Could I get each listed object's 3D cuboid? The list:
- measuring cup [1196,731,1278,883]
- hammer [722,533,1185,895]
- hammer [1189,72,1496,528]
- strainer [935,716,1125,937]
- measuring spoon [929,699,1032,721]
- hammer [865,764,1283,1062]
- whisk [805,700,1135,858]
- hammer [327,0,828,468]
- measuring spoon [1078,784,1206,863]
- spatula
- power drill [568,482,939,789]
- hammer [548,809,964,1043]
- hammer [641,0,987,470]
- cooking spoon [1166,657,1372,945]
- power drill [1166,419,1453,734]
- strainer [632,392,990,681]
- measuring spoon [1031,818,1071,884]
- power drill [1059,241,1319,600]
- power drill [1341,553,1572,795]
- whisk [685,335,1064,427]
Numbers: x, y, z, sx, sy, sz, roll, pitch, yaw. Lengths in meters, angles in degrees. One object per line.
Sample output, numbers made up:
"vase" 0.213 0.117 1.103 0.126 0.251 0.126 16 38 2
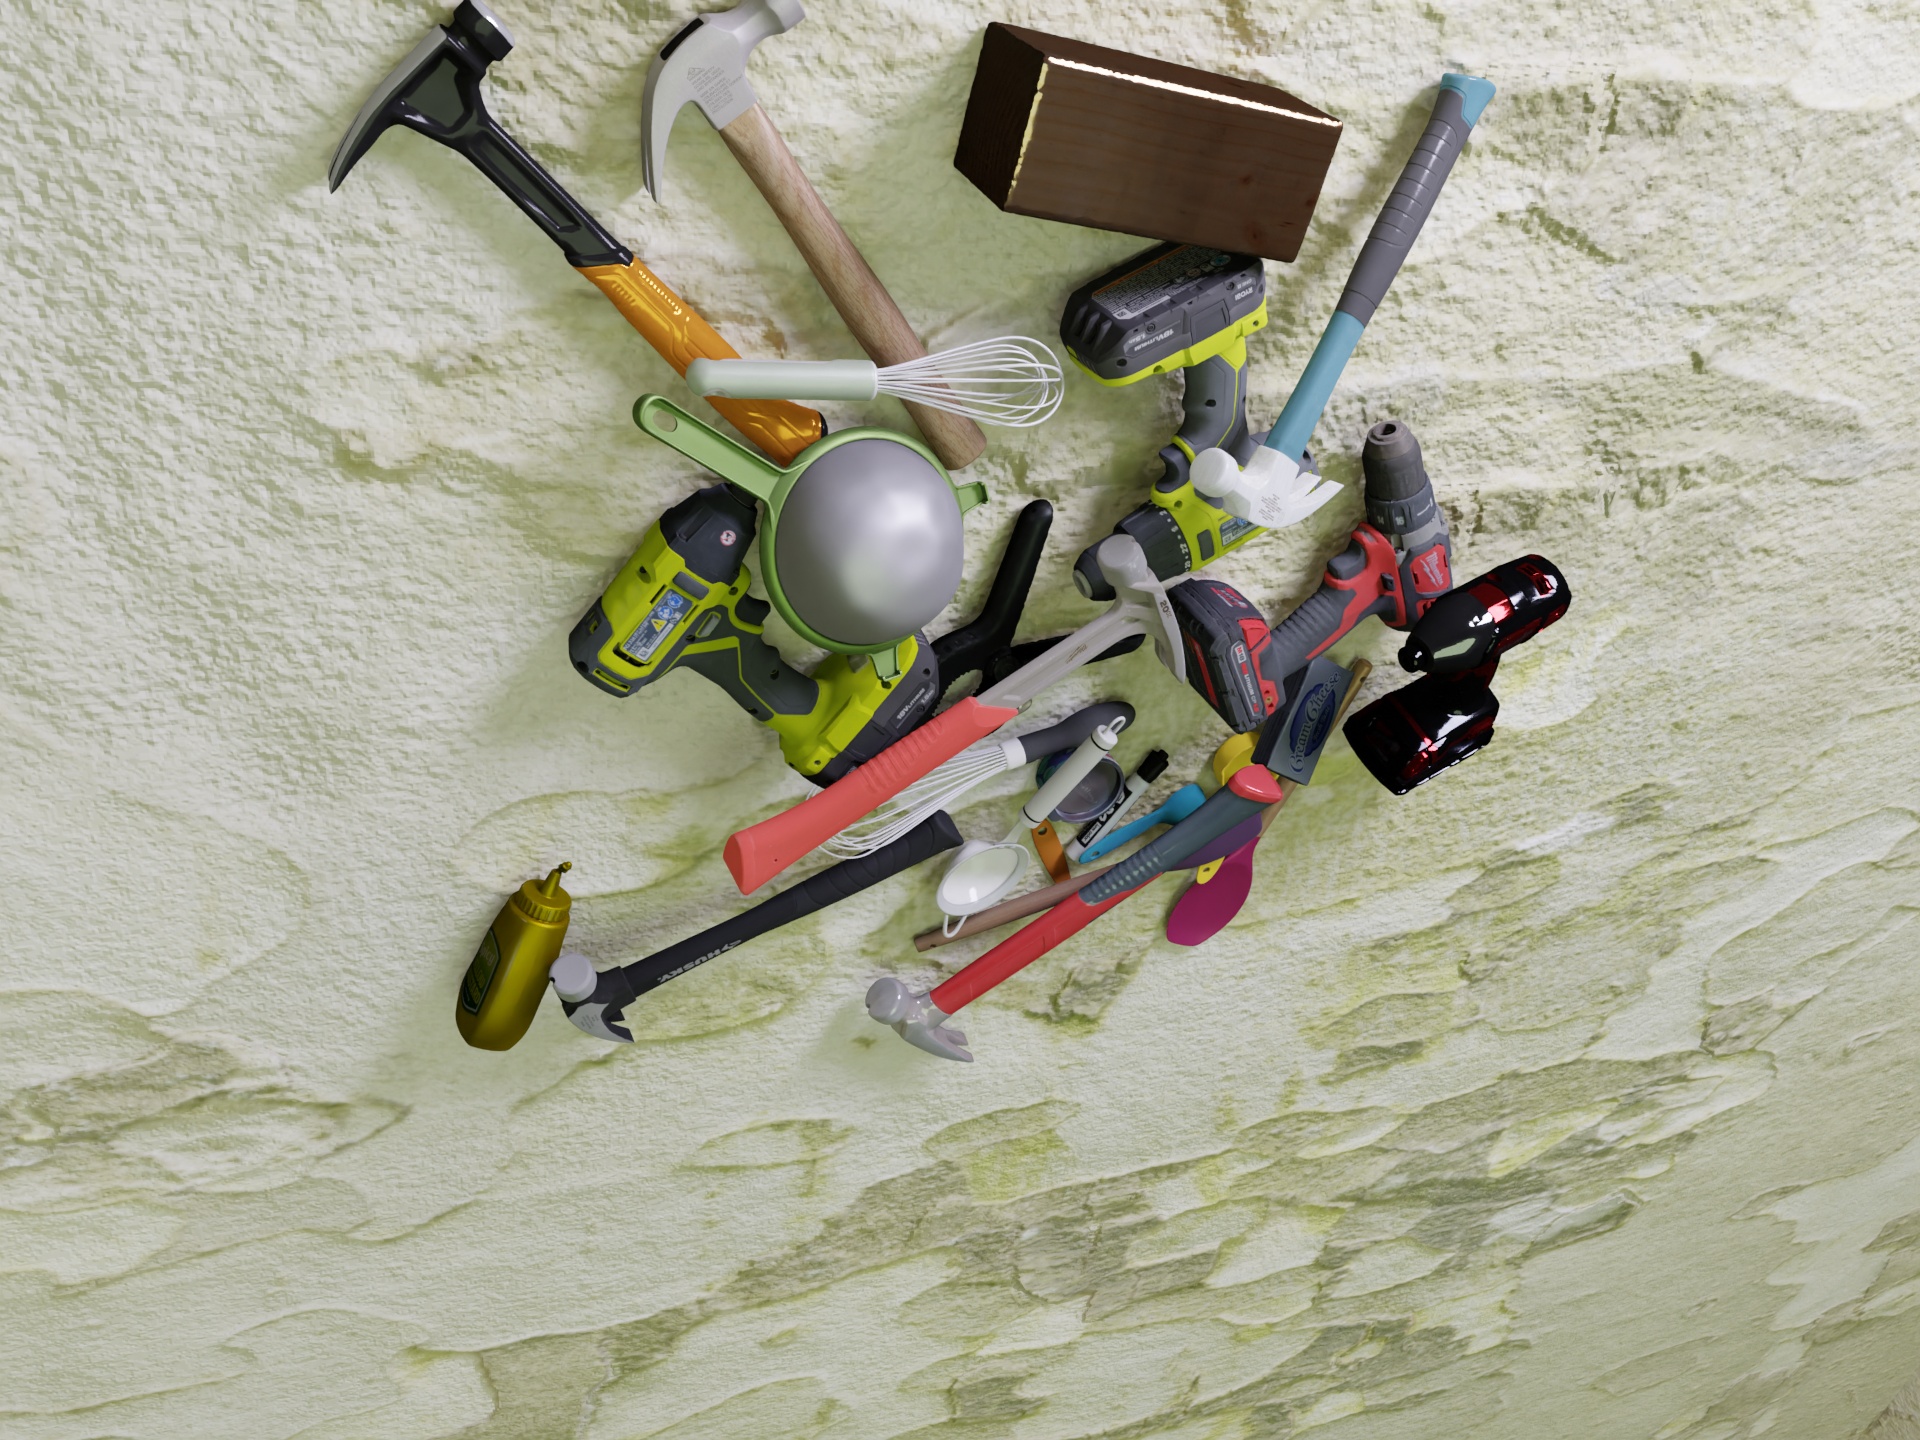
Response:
"measuring cup" 0.229 0.075 1.377 0.062 0.029 0.156 1 126 -24
"hammer" -0.005 0.015 1.118 0.359 0.037 0.149 -34 140 -3
"hammer" 0.266 -0.280 1.062 0.128 0.033 0.331 23 96 -49
"strainer" 0.051 0.079 1.262 0.086 0.050 0.258 5 137 -42
"measuring spoon" -0.002 -0.004 1.225 0.124 0.018 0.034 -13 118 -23
"hammer" 0.109 0.165 1.341 0.386 0.038 0.143 -36 138 14
"whisk" 0.010 0.037 1.235 0.284 0.070 0.070 -19 130 -17
"hammer" -0.201 -0.251 0.938 0.127 0.034 0.336 -42 130 8
"measuring spoon" 0.158 0.095 1.345 0.128 0.021 0.042 -27 141 -18
"spatula" 0.111 0.140 1.358 0.316 0.018 0.059 -20 135 -3
"power drill" -0.129 -0.057 1.088 0.223 0.080 0.171 32 107 -34
"hammer" -0.149 0.154 1.242 0.335 0.035 0.146 -25 155 -13
"hammer" -0.076 -0.276 0.977 0.130 0.031 0.331 -35 131 3
"cooking spoon" 0.273 0.078 1.402 0.068 0.017 0.318 15 118 -29
"power drill" 0.275 -0.111 1.228 0.226 0.080 0.187 -29 131 -5
"strainer" -0.086 -0.132 0.993 0.256 0.069 0.151 29 87 -35
"measuring spoon" 0.082 0.123 1.355 0.021 0.011 0.116 -27 131 -3
"power drill" 0.146 -0.198 1.098 0.190 0.080 0.228 -29 133 -9
"power drill" 0.388 -0.035 1.271 0.143 0.079 0.219 -27 155 -17
"whisk" -0.048 -0.213 0.991 0.246 0.058 0.059 -3 91 -20
